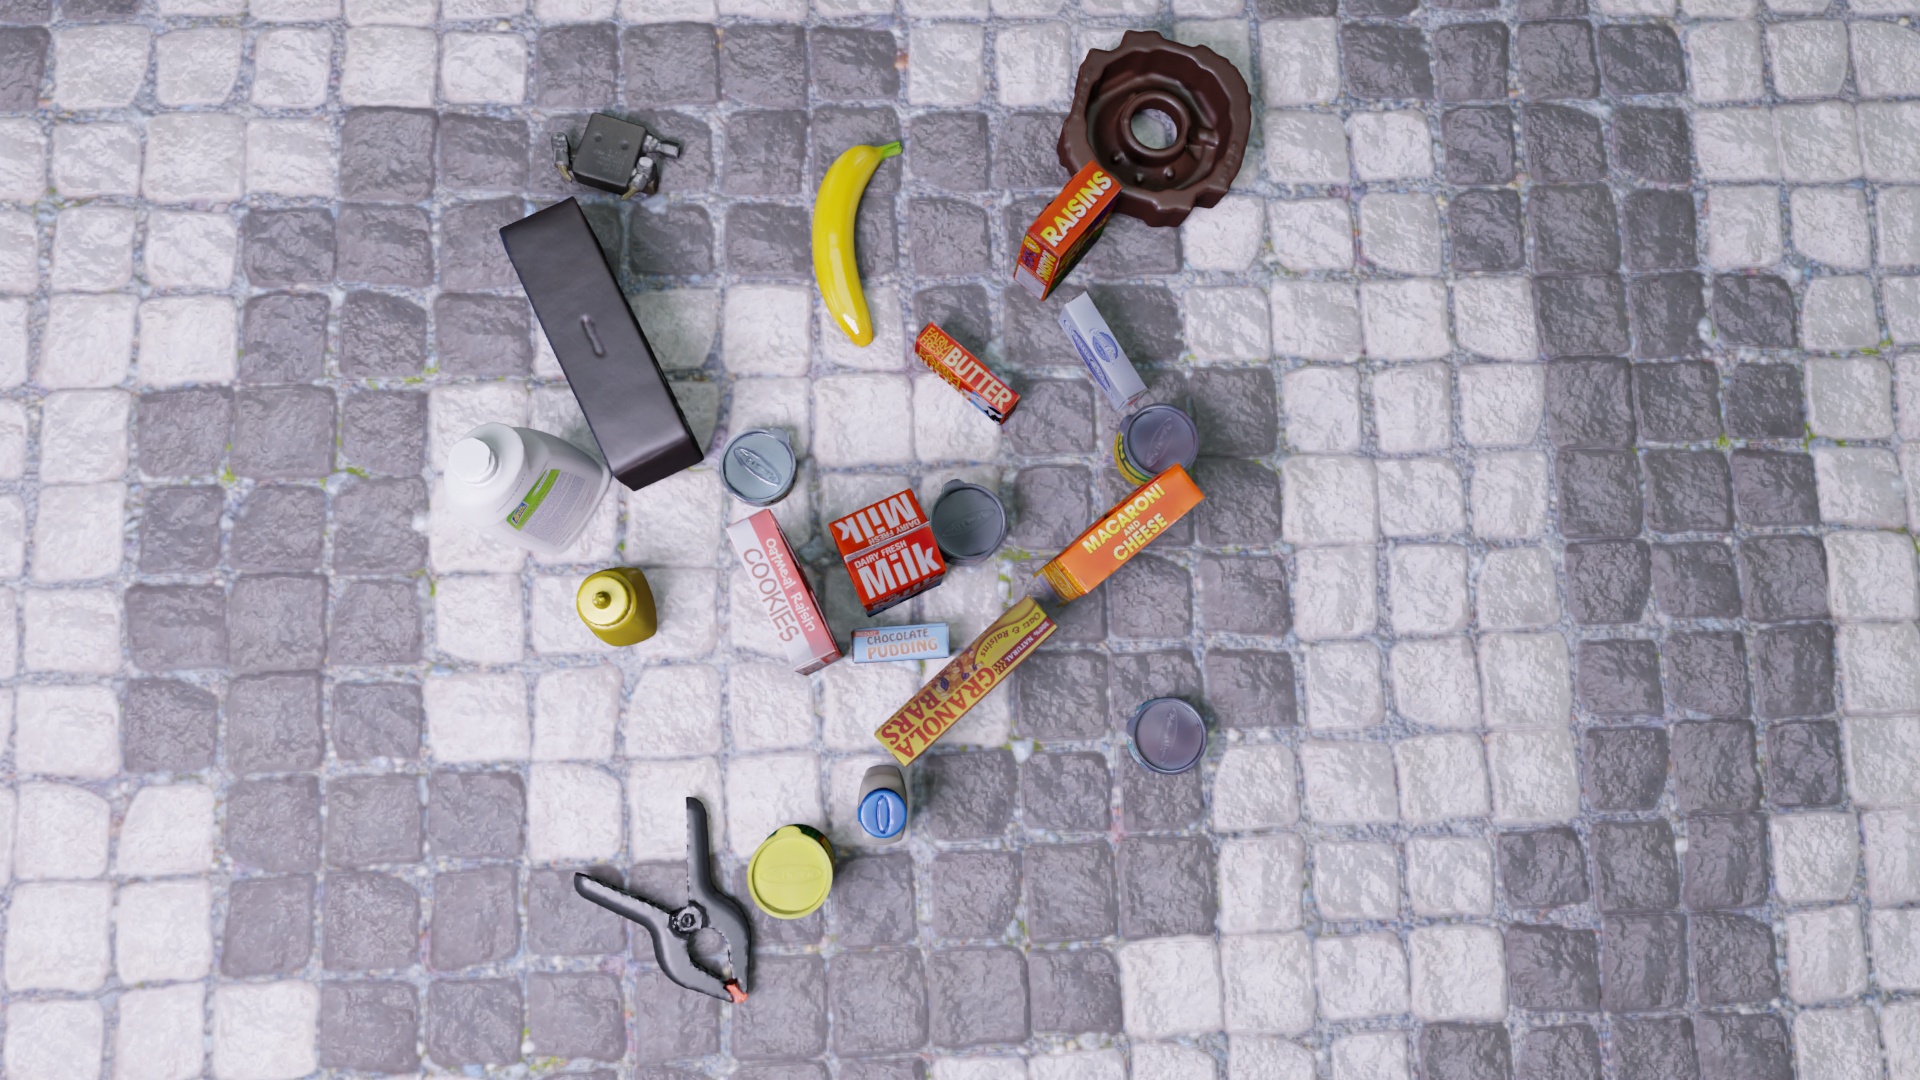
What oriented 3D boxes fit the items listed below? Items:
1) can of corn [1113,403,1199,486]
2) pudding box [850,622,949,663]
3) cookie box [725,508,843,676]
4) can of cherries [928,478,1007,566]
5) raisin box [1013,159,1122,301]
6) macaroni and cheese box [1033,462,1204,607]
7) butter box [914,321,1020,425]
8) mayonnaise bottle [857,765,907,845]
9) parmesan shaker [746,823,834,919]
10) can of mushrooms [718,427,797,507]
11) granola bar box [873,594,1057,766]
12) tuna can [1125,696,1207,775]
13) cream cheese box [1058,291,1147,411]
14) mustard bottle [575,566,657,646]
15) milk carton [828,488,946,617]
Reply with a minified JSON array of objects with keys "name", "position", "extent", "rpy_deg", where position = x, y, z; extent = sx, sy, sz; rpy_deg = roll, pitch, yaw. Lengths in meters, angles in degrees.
[{"name":"can of corn","position":[0.168,-0.083,1.217],"extent":[0.071,0.058,0.071],"rpy_deg":[0,83,-3]},{"name":"pudding box","position":[-0.051,0.088,1.185],"extent":[0.084,0.049,0.030],"rpy_deg":[-3,83,-4]},{"name":"cookie box","position":[-0.139,0.046,1.126],"extent":[0.040,0.167,0.123],"rpy_deg":[-26,85,-6]},{"name":"can of cherries","position":[0.004,-0.015,1.198],"extent":[0.071,0.058,0.071],"rpy_deg":[0,83,-3]},{"name":"raisin box","position":[0.091,-0.267,1.204],"extent":[0.040,0.123,0.086],"rpy_deg":[41,82,2]},{"name":"macaroni and cheese box","position":[0.126,-0.001,1.149],"extent":[0.124,0.166,0.040],"rpy_deg":[-38,87,-7]},{"name":"butter box","position":[0.005,-0.145,1.218],"extent":[0.103,0.053,0.024],"rpy_deg":[40,82,2]},{"name":"mayonnaise bottle","position":[-0.062,0.216,1.118],"extent":[0.041,0.148,0.065],"rpy_deg":[-1,83,-4]},{"name":"parmesan shaker","position":[-0.136,0.264,1.130],"extent":[0.071,0.103,0.071],"rpy_deg":[0,83,-3]},{"name":"can of mushrooms","position":[-0.173,-0.065,1.206],"extent":[0.071,0.033,0.071],"rpy_deg":[0,83,-3]},{"name":"granola bar box","position":[0.002,0.117,1.147],"extent":[0.166,0.124,0.039],"rpy_deg":[-42,87,-7]},{"name":"tuna can","position":[0.175,0.168,1.197],"extent":[0.071,0.033,0.071],"rpy_deg":[0,83,-3]},{"name":"cream cheese box","position":[0.125,-0.166,1.228],"extent":[0.024,0.053,0.104],"rpy_deg":[-31,85,-7]},{"name":"mustard bottle","position":[-0.280,0.051,1.120],"extent":[0.049,0.160,0.065],"rpy_deg":[-15,84,-5]},{"name":"milk carton","position":[-0.059,0.011,1.124],"extent":[0.072,0.190,0.073],"rpy_deg":[-24,85,-6]}]
